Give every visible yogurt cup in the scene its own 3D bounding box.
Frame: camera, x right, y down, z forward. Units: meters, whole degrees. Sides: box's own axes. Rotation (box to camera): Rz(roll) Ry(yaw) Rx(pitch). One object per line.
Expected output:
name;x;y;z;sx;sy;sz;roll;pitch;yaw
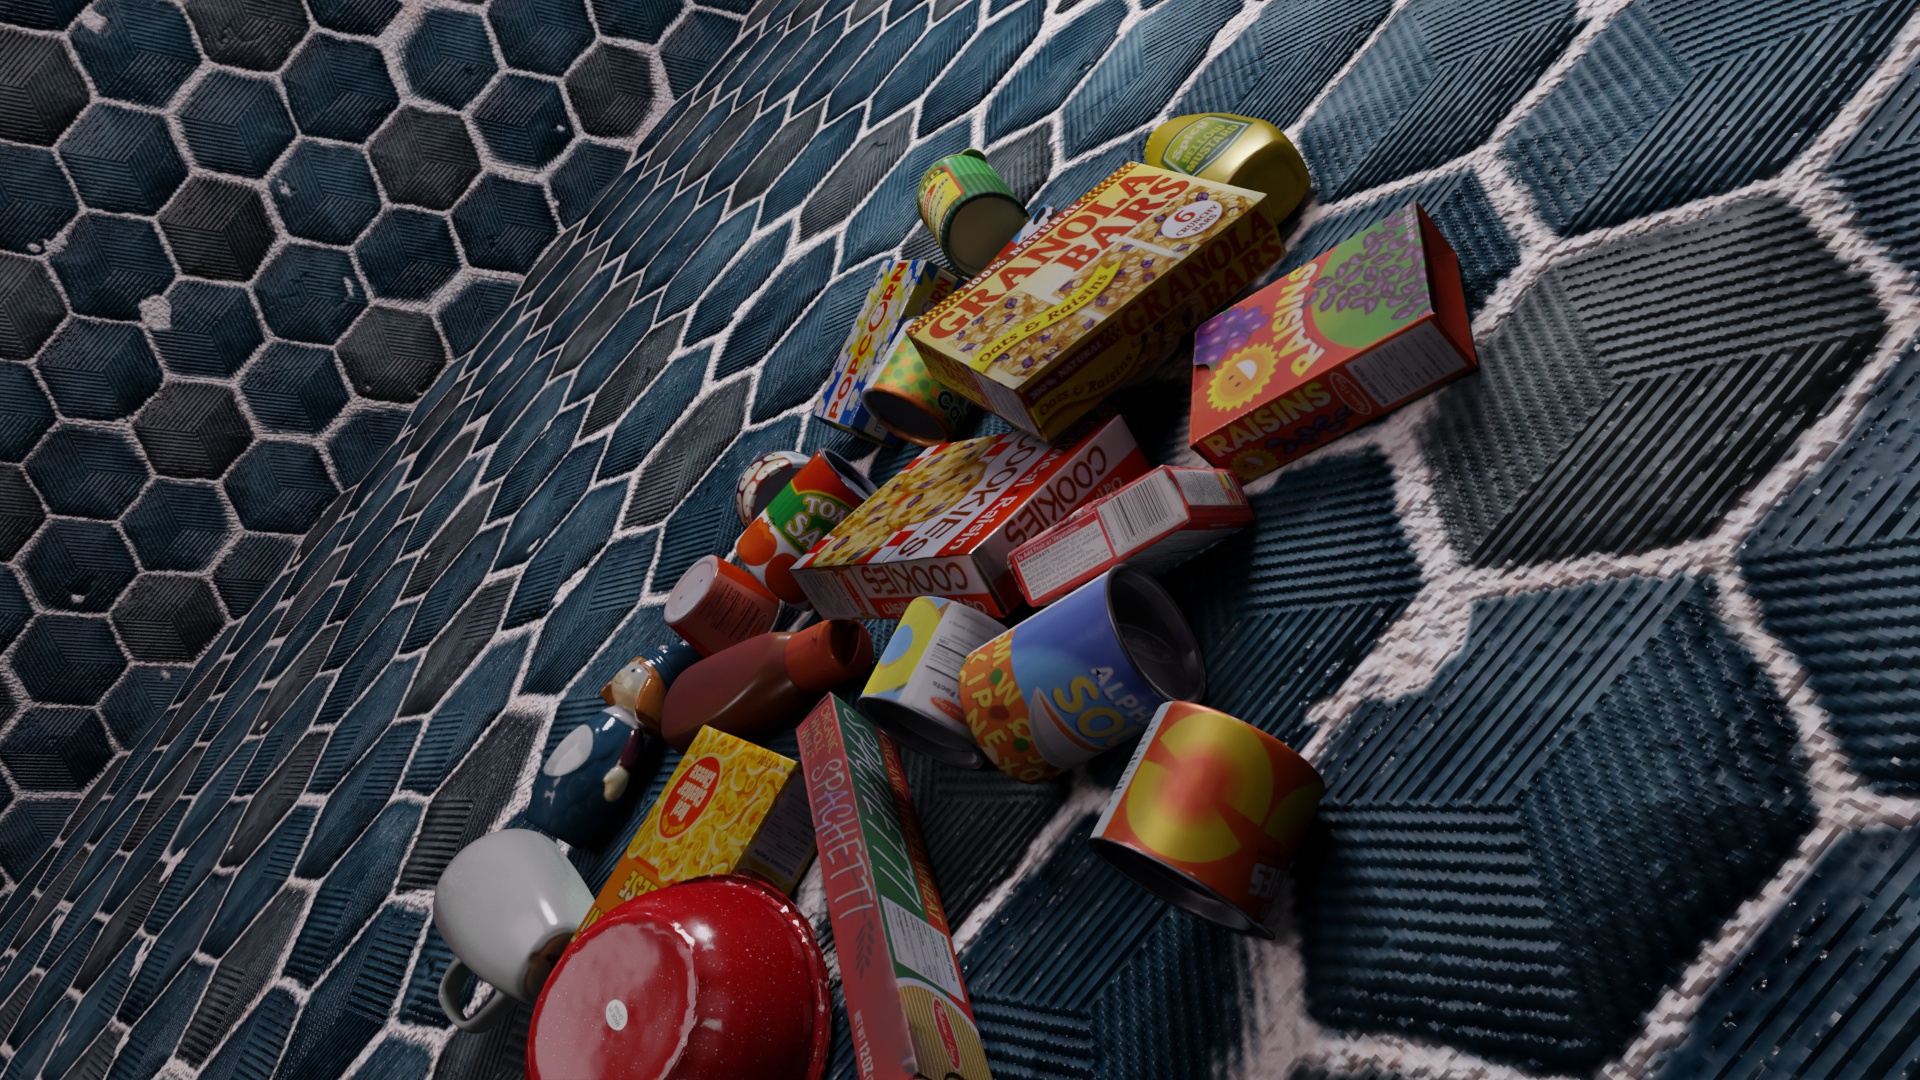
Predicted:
yogurt cup;-0.158;0.046;0.916;0.072;0.054;0.073;-35;32;26

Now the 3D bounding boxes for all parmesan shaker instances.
parmesan shaker;0.010;-0.237;1.003;0.071;0.071;0.103;-43;28;12

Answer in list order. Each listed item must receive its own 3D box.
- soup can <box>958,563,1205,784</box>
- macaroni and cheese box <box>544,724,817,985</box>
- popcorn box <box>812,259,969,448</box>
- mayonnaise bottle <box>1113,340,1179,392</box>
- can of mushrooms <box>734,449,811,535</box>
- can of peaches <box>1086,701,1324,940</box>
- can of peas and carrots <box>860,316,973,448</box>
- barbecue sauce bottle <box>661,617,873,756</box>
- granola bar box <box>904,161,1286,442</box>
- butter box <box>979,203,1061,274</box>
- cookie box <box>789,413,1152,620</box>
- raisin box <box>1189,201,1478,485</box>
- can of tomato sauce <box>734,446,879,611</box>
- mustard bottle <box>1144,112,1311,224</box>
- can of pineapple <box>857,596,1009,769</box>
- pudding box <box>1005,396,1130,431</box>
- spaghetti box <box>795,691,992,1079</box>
soup can;0.051;0.060;0.588;0.083;0.071;0.072;-33;32;29
macaroni and cheese box;-0.144;0.187;0.738;0.123;0.040;0.167;4;58;57
popcorn box;-0.050;-0.131;0.963;0.126;0.038;0.085;-65;25;-1
mayonnaise bottle;0.085;-0.144;0.812;0.064;0.041;0.149;-33;33;18
can of mushrooms;-0.116;-0.023;0.928;0.071;0.071;0.033;-52;29;-3
can of peaches;0.089;0.098;0.489;0.071;0.071;0.058;2;56;56
can of peas and carrots;-0.020;-0.099;0.885;0.071;0.071;0.059;0;56;55
barbecue sauce bottle;-0.115;0.083;0.821;0.148;0.043;0.065;-25;35;37
granola bar box;0.068;-0.130;0.732;0.166;0.039;0.124;-38;35;-11
butter box;0.037;-0.179;0.942;0.103;0.024;0.053;-46;28;6
cookie box;0.003;-0.009;0.733;0.123;0.040;0.167;-43;22;-31
raisin box;0.165;-0.088;0.633;0.123;0.040;0.086;-29;35;35
can of tomato sauce;-0.090;-0.006;0.869;0.083;0.071;0.071;-47;28;8
mustard bottle;0.143;-0.219;0.814;0.065;0.048;0.161;-43;29;4
can of pineapple;-0.008;0.068;0.662;0.071;0.071;0.058;-5;51;53
pudding box;0.050;-0.076;0.772;0.030;0.049;0.084;-56;29;-8
spaghetti box;-0.033;0.155;0.609;0.028;0.050;0.251;-43;28;10
